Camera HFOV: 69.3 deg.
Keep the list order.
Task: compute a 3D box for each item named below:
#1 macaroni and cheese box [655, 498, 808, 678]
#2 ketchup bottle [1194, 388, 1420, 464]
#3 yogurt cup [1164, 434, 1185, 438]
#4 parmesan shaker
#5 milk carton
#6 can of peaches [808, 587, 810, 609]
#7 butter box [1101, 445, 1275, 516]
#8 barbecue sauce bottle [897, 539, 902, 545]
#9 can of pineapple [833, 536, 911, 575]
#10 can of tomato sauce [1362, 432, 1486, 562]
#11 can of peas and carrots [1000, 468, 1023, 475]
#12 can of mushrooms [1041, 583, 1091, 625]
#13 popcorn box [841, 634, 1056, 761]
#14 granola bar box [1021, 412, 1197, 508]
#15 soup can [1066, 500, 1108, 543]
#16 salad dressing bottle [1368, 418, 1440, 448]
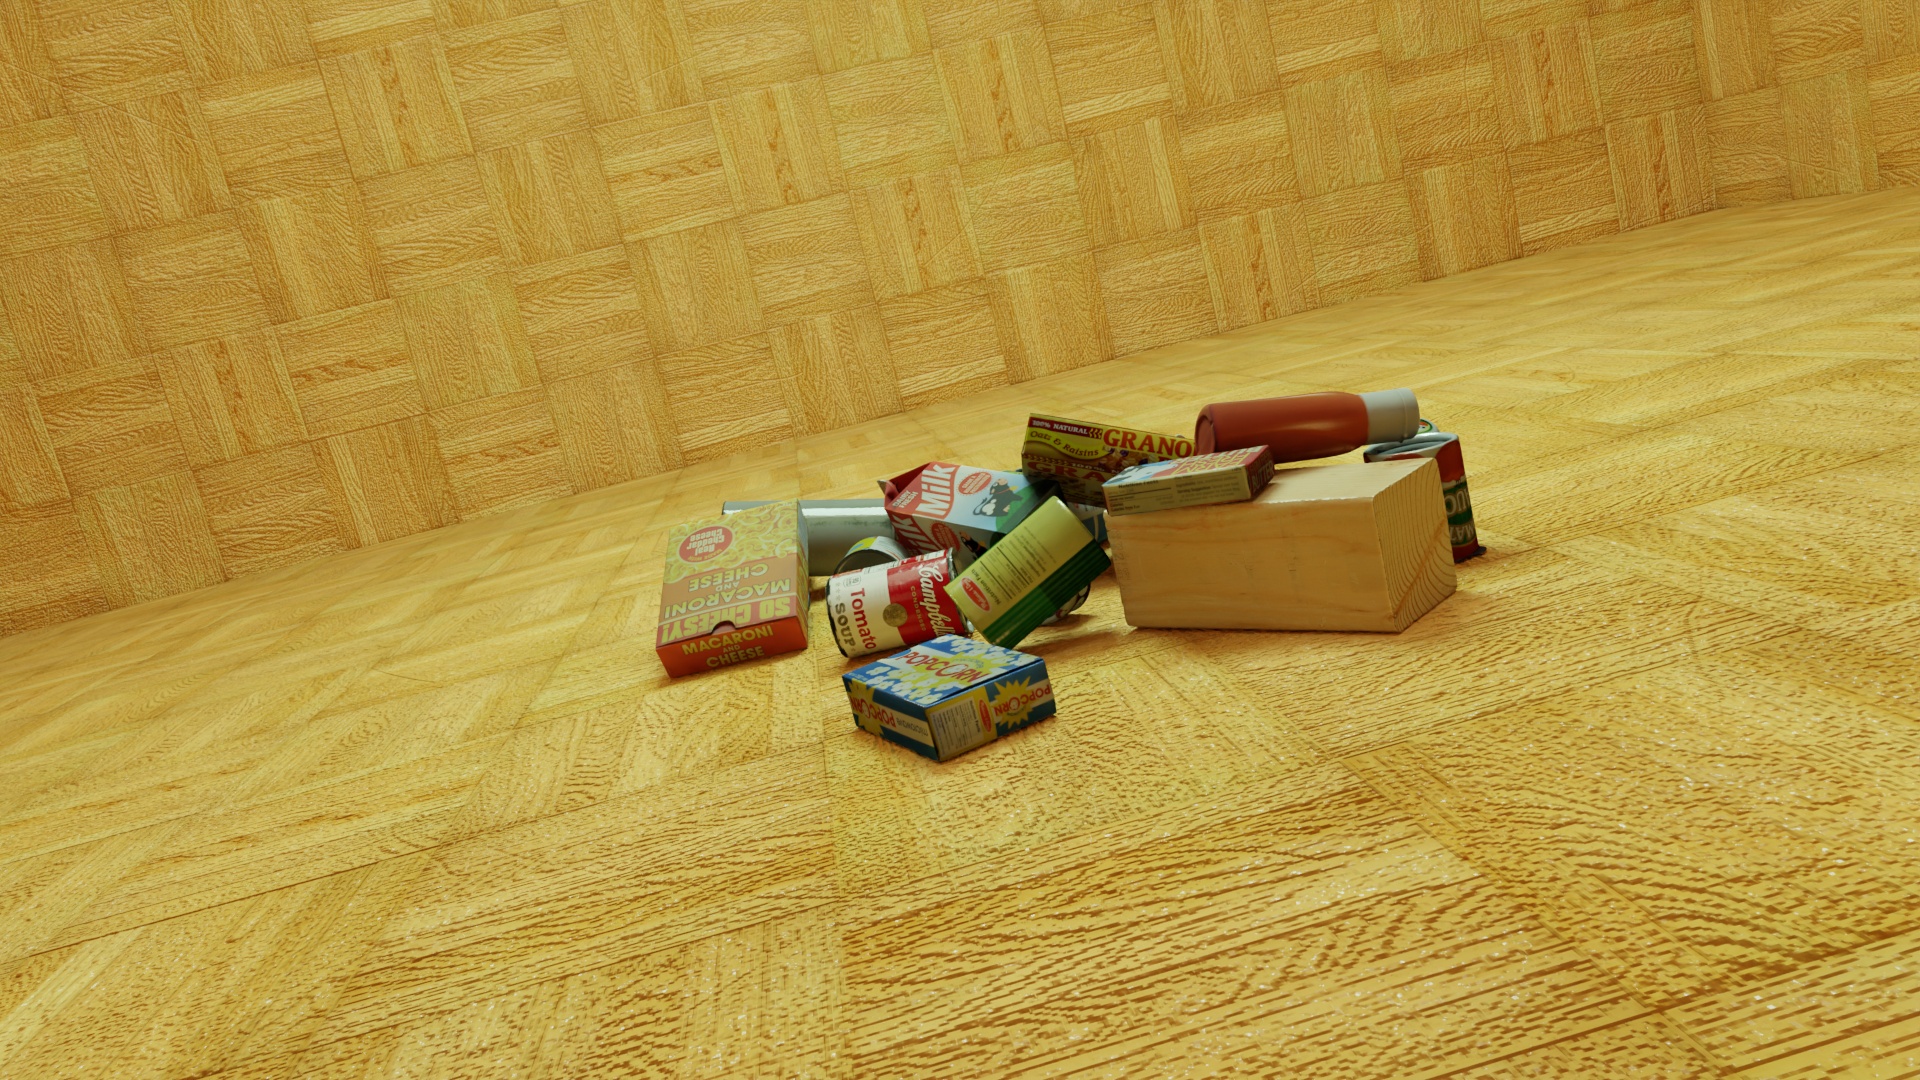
[{"bbox_3d":[-0.197,0.038,1.214,0.124,0.040,0.167,-13,37,3],"label":"macaroni and cheese box"},{"bbox_3d":[0.241,-0.078,0.964,0.149,0.043,0.064,-7,-19,-4],"label":"ketchup bottle"},{"bbox_3d":[0.210,-0.067,1.380,0.072,0.072,0.054,-16,18,-11],"label":"yogurt cup"},{"bbox_3d":[0.050,0.027,0.984,0.103,0.071,0.071,-40,12,-1],"label":"parmesan shaker"},{"bbox_3d":[0.004,-0.015,1.205,0.190,0.072,0.074,11,47,44],"label":"milk carton"},{"bbox_3d":[-0.177,0.043,1.291,0.058,0.071,0.071,-12,10,6],"label":"can of peaches"},{"bbox_3d":[0.151,-0.039,0.921,0.103,0.024,0.053,-8,14,31],"label":"butter box"},{"bbox_3d":[0.009,0.010,1.280,0.148,0.043,0.065,-6,18,34],"label":"barbecue sauce bottle"},{"bbox_3d":[-0.075,0.035,1.201,0.071,0.071,0.058,-12,10,7],"label":"can of pineapple"},{"bbox_3d":[0.325,-0.028,0.975,0.071,0.083,0.071,-14,10,3],"label":"can of tomato sauce"},{"bbox_3d":[0.060,-0.038,1.396,0.071,0.070,0.059,-17,12,-20],"label":"can of peas and carrots"},{"bbox_3d":[0.062,0.027,1.051,0.071,0.071,0.033,-5,15,41],"label":"can of mushrooms"},{"bbox_3d":[-0.009,0.096,0.871,0.085,0.038,0.126,-20,13,-26],"label":"popcorn box"},{"bbox_3d":[0.137,-0.059,1.167,0.166,0.039,0.124,10,-13,7],"label":"granola bar box"},{"bbox_3d":[0.108,-0.023,1.278,0.084,0.071,0.071,-20,12,-37],"label":"soup can"},{"bbox_3d":[0.389,-0.073,1.234,0.064,0.044,0.148,-9,11,30],"label":"salad dressing bottle"}]
